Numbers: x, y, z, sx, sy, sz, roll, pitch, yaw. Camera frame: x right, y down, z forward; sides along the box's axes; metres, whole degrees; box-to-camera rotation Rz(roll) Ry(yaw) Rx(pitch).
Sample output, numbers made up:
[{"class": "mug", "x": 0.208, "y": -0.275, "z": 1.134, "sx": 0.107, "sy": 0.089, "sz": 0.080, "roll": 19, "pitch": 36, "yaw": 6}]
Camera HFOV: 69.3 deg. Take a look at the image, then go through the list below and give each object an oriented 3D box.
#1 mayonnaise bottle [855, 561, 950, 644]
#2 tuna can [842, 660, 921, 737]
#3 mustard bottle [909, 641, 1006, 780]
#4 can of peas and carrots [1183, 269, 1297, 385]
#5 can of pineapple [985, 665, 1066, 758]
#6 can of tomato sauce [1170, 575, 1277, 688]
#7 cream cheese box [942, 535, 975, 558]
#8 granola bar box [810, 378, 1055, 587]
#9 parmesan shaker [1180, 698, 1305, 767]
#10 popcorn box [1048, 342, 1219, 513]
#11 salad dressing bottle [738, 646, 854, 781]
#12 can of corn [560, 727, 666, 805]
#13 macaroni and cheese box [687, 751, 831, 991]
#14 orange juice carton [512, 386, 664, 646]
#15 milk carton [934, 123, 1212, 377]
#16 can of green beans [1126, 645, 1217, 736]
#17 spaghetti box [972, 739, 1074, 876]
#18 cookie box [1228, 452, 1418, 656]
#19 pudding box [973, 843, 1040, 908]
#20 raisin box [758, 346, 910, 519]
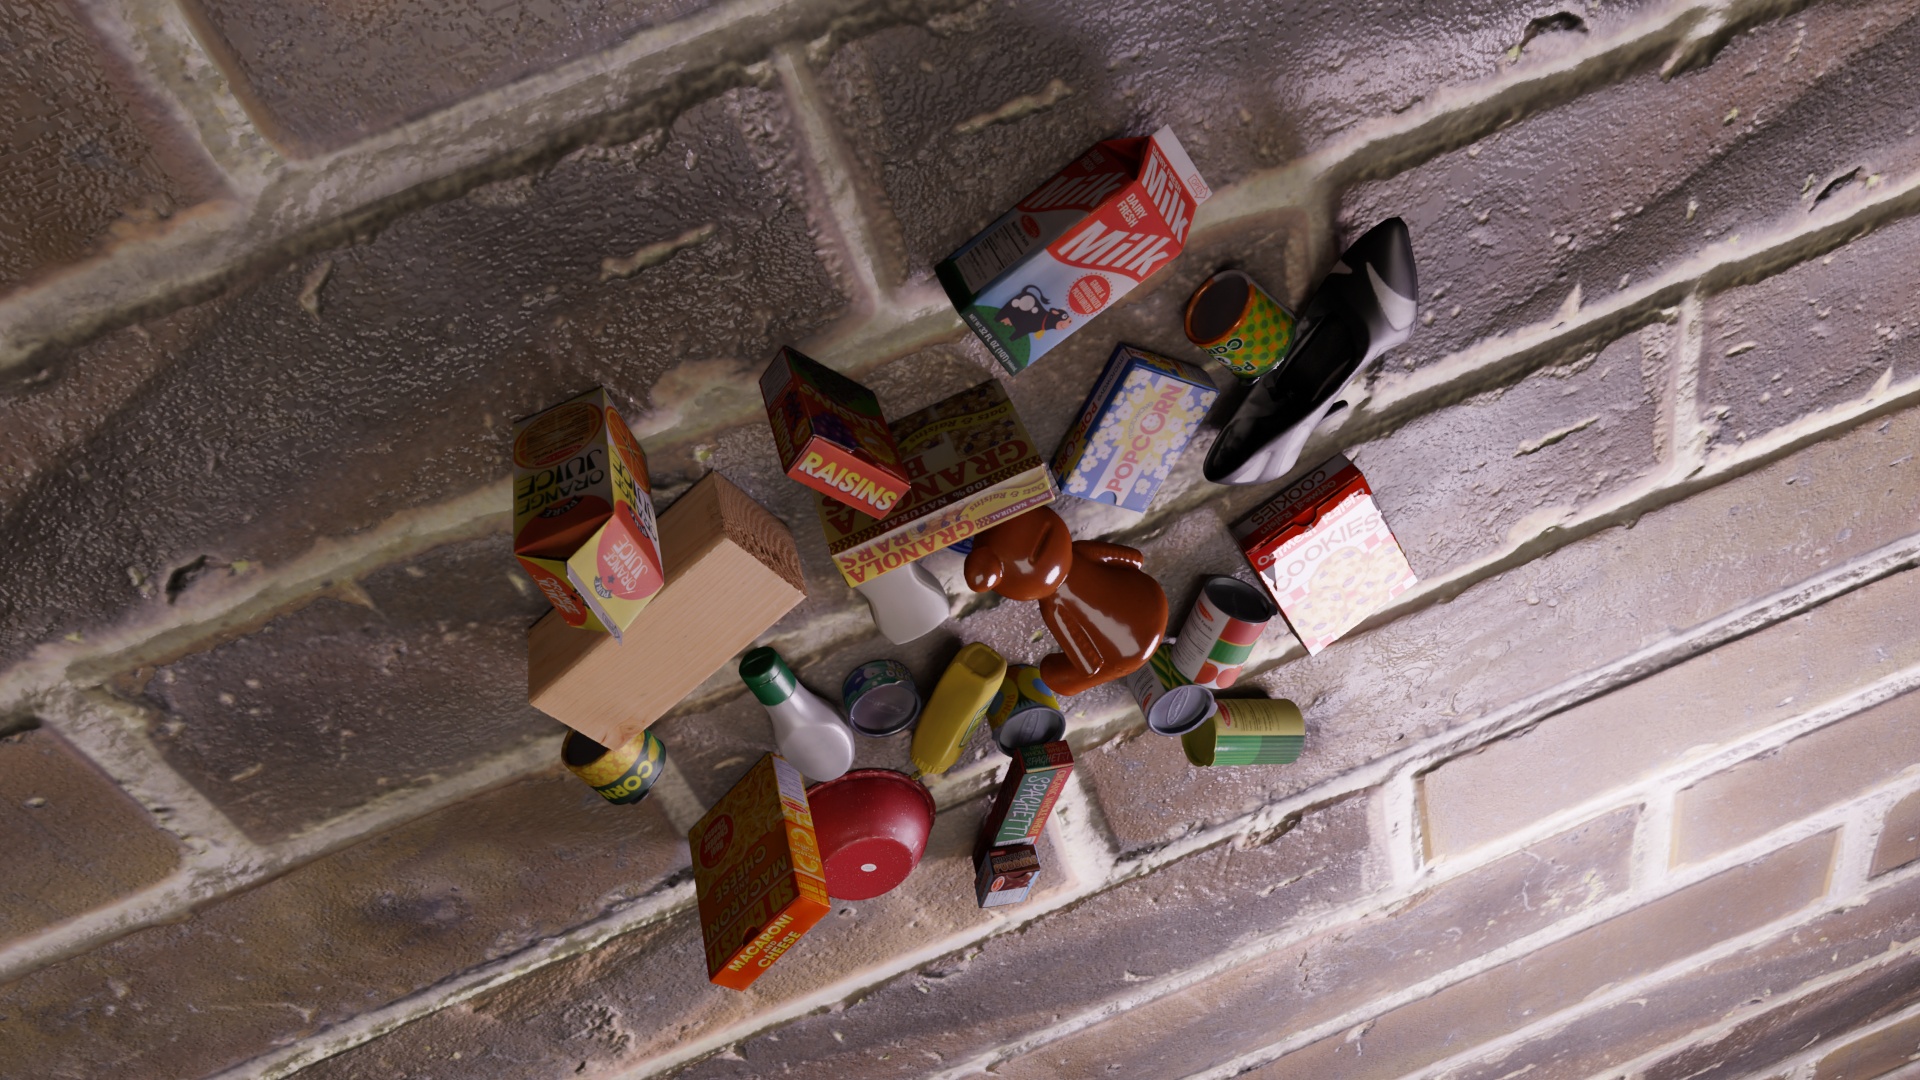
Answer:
[{"class": "mayonnaise bottle", "x": -0.064, "y": 0.021, "z": 1.136, "sx": 0.065, "sy": 0.041, "sz": 0.147, "roll": -29, "pitch": 130, "yaw": 4}, {"class": "tuna can", "x": -0.069, "y": 0.139, "z": 1.231, "sx": 0.071, "sy": 0.033, "sz": 0.070, "roll": -10, "pitch": 130, "yaw": -12}, {"class": "mustard bottle", "x": -0.010, "y": 0.164, "z": 1.252, "sx": 0.049, "sy": 0.065, "sz": 0.159, "roll": 34, "pitch": 125, "yaw": 11}, {"class": "can of peas and carrots", "x": 0.213, "y": -0.164, "z": 1.066, "sx": 0.058, "sy": 0.071, "sz": 0.070, "roll": 30, "pitch": 113, "yaw": -34}, {"class": "can of pineapple", "x": 0.055, "y": 0.156, "z": 1.272, "sx": 0.071, "sy": 0.058, "sz": 0.070, "roll": -10, "pitch": 129, "yaw": -12}, {"class": "can of tomato sauce", "x": 0.240, "y": 0.085, "z": 1.274, "sx": 0.071, "sy": 0.071, "sz": 0.082, "roll": 6, "pitch": 126, "yaw": -23}, {"class": "cream cheese box", "x": 0.004, "y": -0.014, "z": 1.141, "sx": 0.104, "sy": 0.024, "sz": 0.053, "roll": 20, "pitch": 116, "yaw": -31}, {"class": "granola bar box", "x": -0.026, "y": -0.045, "z": 1.041, "sx": 0.165, "sy": 0.125, "sz": 0.039, "roll": -23, "pitch": 130, "yaw": 0}, {"class": "parmesan shaker", "x": 0.279, "y": 0.191, "z": 1.368, "sx": 0.103, "sy": 0.071, "sz": 0.071, "roll": 3, "pitch": 126, "yaw": -21}, {"class": "popcorn box", "x": 0.139, "y": -0.089, "z": 1.120, "sx": 0.085, "sy": 0.038, "sz": 0.126, "roll": 13, "pitch": 122, "yaw": -28}, {"class": "salad dressing bottle", "x": -0.143, "y": 0.151, "z": 1.210, "sx": 0.064, "sy": 0.044, "sz": 0.147, "roll": -25, "pitch": 130, "yaw": 4}, {"class": "can of corn", "x": -0.290, "y": 0.180, "z": 1.163, "sx": 0.071, "sy": 0.071, "sz": 0.058, "roll": -31, "pitch": 130, "yaw": 7}, {"class": "macaroni and cheese box", "x": -0.181, "y": 0.289, "z": 1.223, "sx": 0.040, "sy": 0.167, "sz": 0.123, "roll": 32, "pitch": 112, "yaw": -35}, {"class": "orange juice carton", "x": -0.253, "y": -0.014, "z": 0.941, "sx": 0.073, "sy": 0.193, "sz": 0.071, "roll": -23, "pitch": 132, "yaw": 1}, {"class": "milk carton", "x": 0.084, "y": -0.210, "z": 0.982, "sx": 0.190, "sy": 0.074, "sz": 0.072, "roll": -36, "pitch": 129, "yaw": 10}, {"class": "can of green beans", "x": 0.197, "y": 0.141, "z": 1.309, "sx": 0.071, "sy": 0.058, "sz": 0.071, "roll": -9, "pitch": 129, "yaw": -12}, {"class": "spaghetti box", "x": 0.057, "y": 0.262, "z": 1.331, "sx": 0.050, "sy": 0.029, "sz": 0.248, "roll": -6, "pitch": 145, "yaw": -16}, {"class": "cookie box", "x": 0.333, "y": 0.016, "z": 1.262, "sx": 0.123, "sy": 0.040, "sz": 0.167, "roll": -36, "pitch": 129, "yaw": 4}, {"class": "pudding box", "x": 0.046, "y": 0.332, "z": 1.372, "sx": 0.050, "sy": 0.030, "sz": 0.083, "roll": -4, "pitch": 145, "yaw": -15}, {"class": "raisin box", "x": -0.091, "y": -0.078, "z": 0.993, "sx": 0.086, "sy": 0.124, "sz": 0.040, "roll": 27, "pitch": 115, "yaw": -33}]
